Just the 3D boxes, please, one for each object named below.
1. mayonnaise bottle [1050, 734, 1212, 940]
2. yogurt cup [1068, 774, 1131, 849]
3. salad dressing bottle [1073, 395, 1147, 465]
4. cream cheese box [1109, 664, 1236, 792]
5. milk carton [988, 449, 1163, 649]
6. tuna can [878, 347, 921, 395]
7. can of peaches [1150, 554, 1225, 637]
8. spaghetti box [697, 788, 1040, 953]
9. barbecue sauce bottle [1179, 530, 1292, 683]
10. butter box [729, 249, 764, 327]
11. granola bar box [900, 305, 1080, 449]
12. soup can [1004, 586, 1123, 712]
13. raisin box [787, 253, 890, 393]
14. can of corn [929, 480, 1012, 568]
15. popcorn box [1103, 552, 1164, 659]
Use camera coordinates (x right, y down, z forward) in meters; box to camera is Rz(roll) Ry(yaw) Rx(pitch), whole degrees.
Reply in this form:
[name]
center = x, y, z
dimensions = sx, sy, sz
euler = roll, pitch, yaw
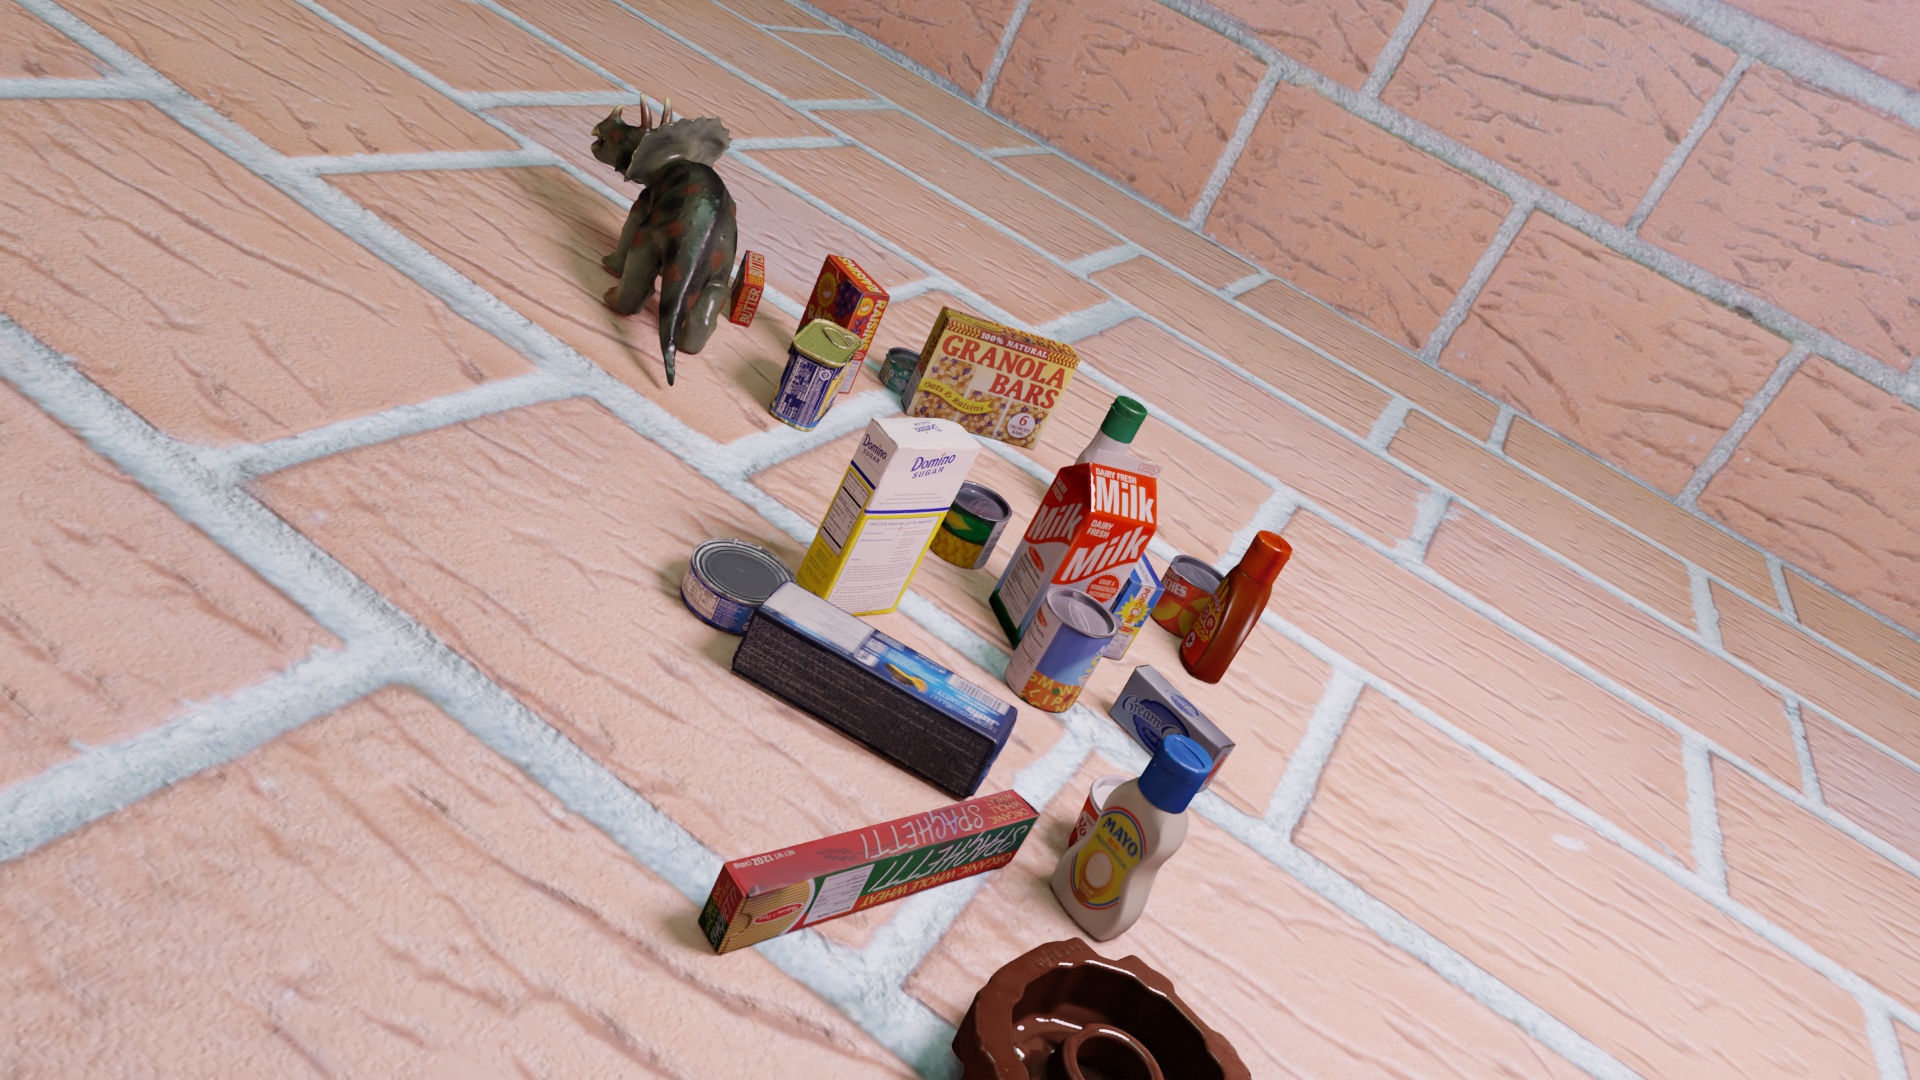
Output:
[mayonnaise bottle]
center = 0.116, 0.195, 0.923
dimensions = 0.041, 0.147, 0.065
euler = -3, 39, -46
[yogurt cup]
center = 0.113, 0.210, 0.998
dimensions = 0.072, 0.053, 0.073
euler = 21, 27, -11
[salad dressing bottle]
center = 0.146, -0.080, 1.449
dimensions = 0.044, 0.147, 0.064
euler = 18, 27, -17
[cream cheese box]
center = 0.174, 0.156, 1.153
dimensions = 0.024, 0.053, 0.104
euler = -5, 40, -47
[milk carton]
center = 0.104, 0.006, 1.207
dimensions = 0.072, 0.189, 0.074
euler = 12, 30, -28
[tuna can]
center = -0.060, -0.191, 1.592
dimensions = 0.071, 0.032, 0.071
euler = 21, 27, -11
[can of peaches]
center = 0.224, 0.056, 1.374
dimensions = 0.071, 0.057, 0.071
euler = 21, 27, -11
[spaghetti box]
center = -0.049, 0.202, 0.869
dimensions = 0.251, 0.050, 0.029
euler = -4, 39, -46
[barbecue sauce bottle]
center = 0.258, 0.060, 1.297
dimensions = 0.044, 0.147, 0.065
euler = 21, 27, -12
[butter box]
center = -0.242, -0.286, 1.575
dimensions = 0.024, 0.053, 0.104
euler = 18, 28, -18
[granola bar box]
center = 0.033, -0.180, 1.553
dimensions = 0.166, 0.123, 0.039
euler = 14, 29, -25
[soup can]
center = 0.086, 0.092, 1.154
dimensions = 0.071, 0.083, 0.072
euler = 21, 27, -11
[raisin box]
center = -0.133, -0.233, 1.500
dimensions = 0.040, 0.122, 0.086
euler = 2, 35, -41
[can of corn]
center = 0.005, -0.016, 1.305
dimensions = 0.071, 0.058, 0.071
euler = 21, 27, -11
[popcorn box]
center = 0.137, 0.039, 1.295
dimensions = 0.038, 0.084, 0.127
euler = 16, 28, -22
